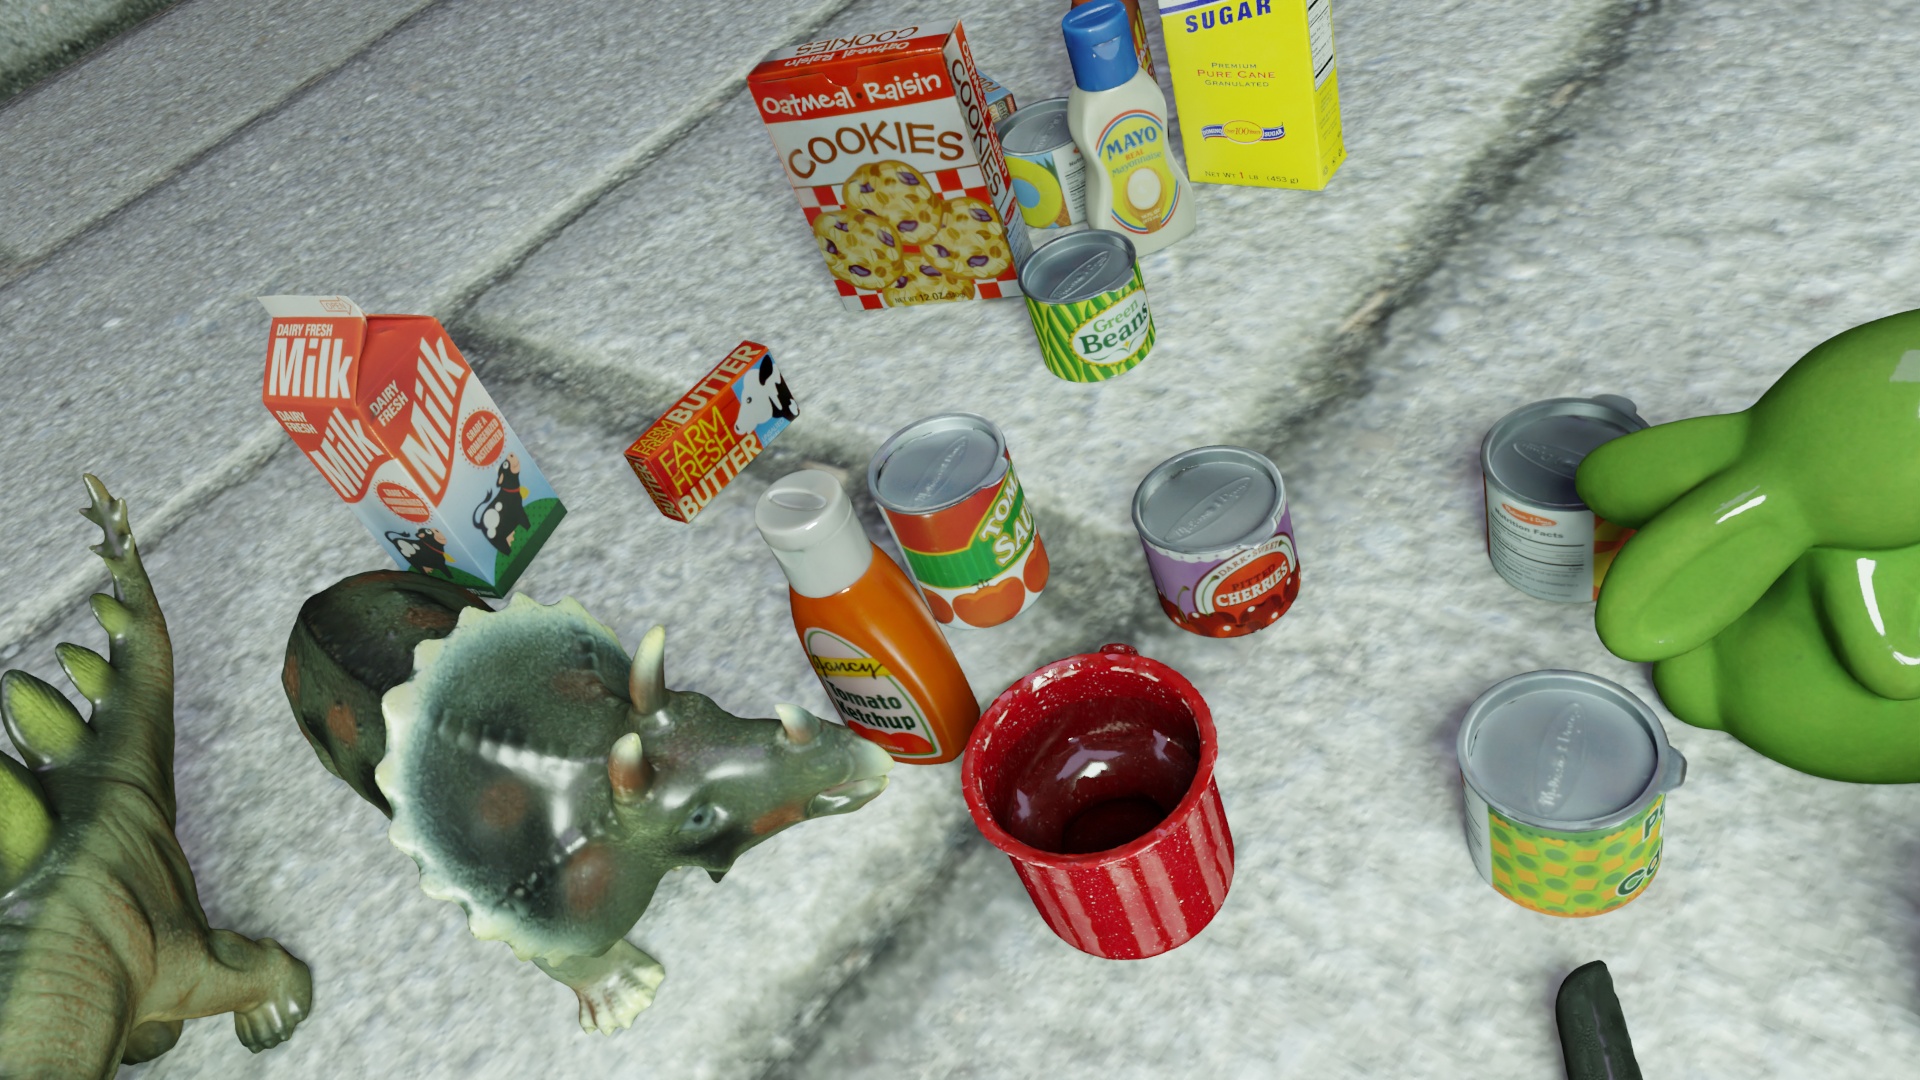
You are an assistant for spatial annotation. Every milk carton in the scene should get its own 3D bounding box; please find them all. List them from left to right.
[{"bbox_3d":[-0.304,-0.058,0.760,0.072,0.189,0.074,4,48,27],"label":"milk carton"}]

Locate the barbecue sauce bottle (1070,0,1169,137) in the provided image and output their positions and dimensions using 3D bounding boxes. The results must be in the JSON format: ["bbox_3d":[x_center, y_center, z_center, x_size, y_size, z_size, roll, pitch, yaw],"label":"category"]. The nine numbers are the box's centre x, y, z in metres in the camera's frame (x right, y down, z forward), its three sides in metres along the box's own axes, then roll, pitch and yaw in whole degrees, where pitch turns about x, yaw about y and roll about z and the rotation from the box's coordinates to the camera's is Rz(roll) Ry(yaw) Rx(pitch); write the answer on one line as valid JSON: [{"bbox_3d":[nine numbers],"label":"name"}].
[{"bbox_3d":[0.097,-0.313,0.882,0.043,0.148,0.065,-1,46,23],"label":"barbecue sauce bottle"}]

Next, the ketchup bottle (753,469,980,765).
[{"bbox_3d":[-0.041,0.034,0.581,0.065,0.148,0.044,8,50,30],"label":"ketchup bottle"}]

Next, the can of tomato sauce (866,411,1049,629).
[{"bbox_3d":[0.002,-0.008,0.656,0.071,0.082,0.071,-12,43,12],"label":"can of tomato sauce"}]

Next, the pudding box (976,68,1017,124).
[{"bbox_3d":[0.012,-0.302,0.981,0.030,0.049,0.084,-30,42,-8],"label":"pudding box"}]

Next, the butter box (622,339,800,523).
[{"bbox_3d":[-0.140,-0.063,0.797,0.024,0.053,0.104,20,57,38],"label":"butter box"}]

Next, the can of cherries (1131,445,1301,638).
[{"bbox_3d":[0.115,0.002,0.614,0.071,0.058,0.072,-12,43,12],"label":"can of cherries"}]

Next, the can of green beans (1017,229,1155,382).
[{"bbox_3d":[0.071,-0.130,0.771,0.071,0.057,0.071,-12,43,12],"label":"can of green beans"}]

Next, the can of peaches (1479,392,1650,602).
[{"bbox_3d":[0.253,-0.018,0.575,0.071,0.057,0.071,-12,43,12],"label":"can of peaches"}]

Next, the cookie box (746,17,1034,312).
[{"bbox_3d":[-0.037,-0.217,0.826,0.123,0.166,0.040,-1,46,23],"label":"cookie box"}]

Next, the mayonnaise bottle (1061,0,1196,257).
[{"bbox_3d":[0.093,-0.235,0.803,0.065,0.147,0.041,-23,42,1],"label":"mayonnaise bottle"}]

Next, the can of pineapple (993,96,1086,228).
[{"bbox_3d":[0.059,-0.243,0.893,0.071,0.057,0.071,-12,43,12],"label":"can of pineapple"}]

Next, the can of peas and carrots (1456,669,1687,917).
[{"bbox_3d":[0.211,0.088,0.482,0.071,0.058,0.071,-12,43,12],"label":"can of peas and carrots"}]
